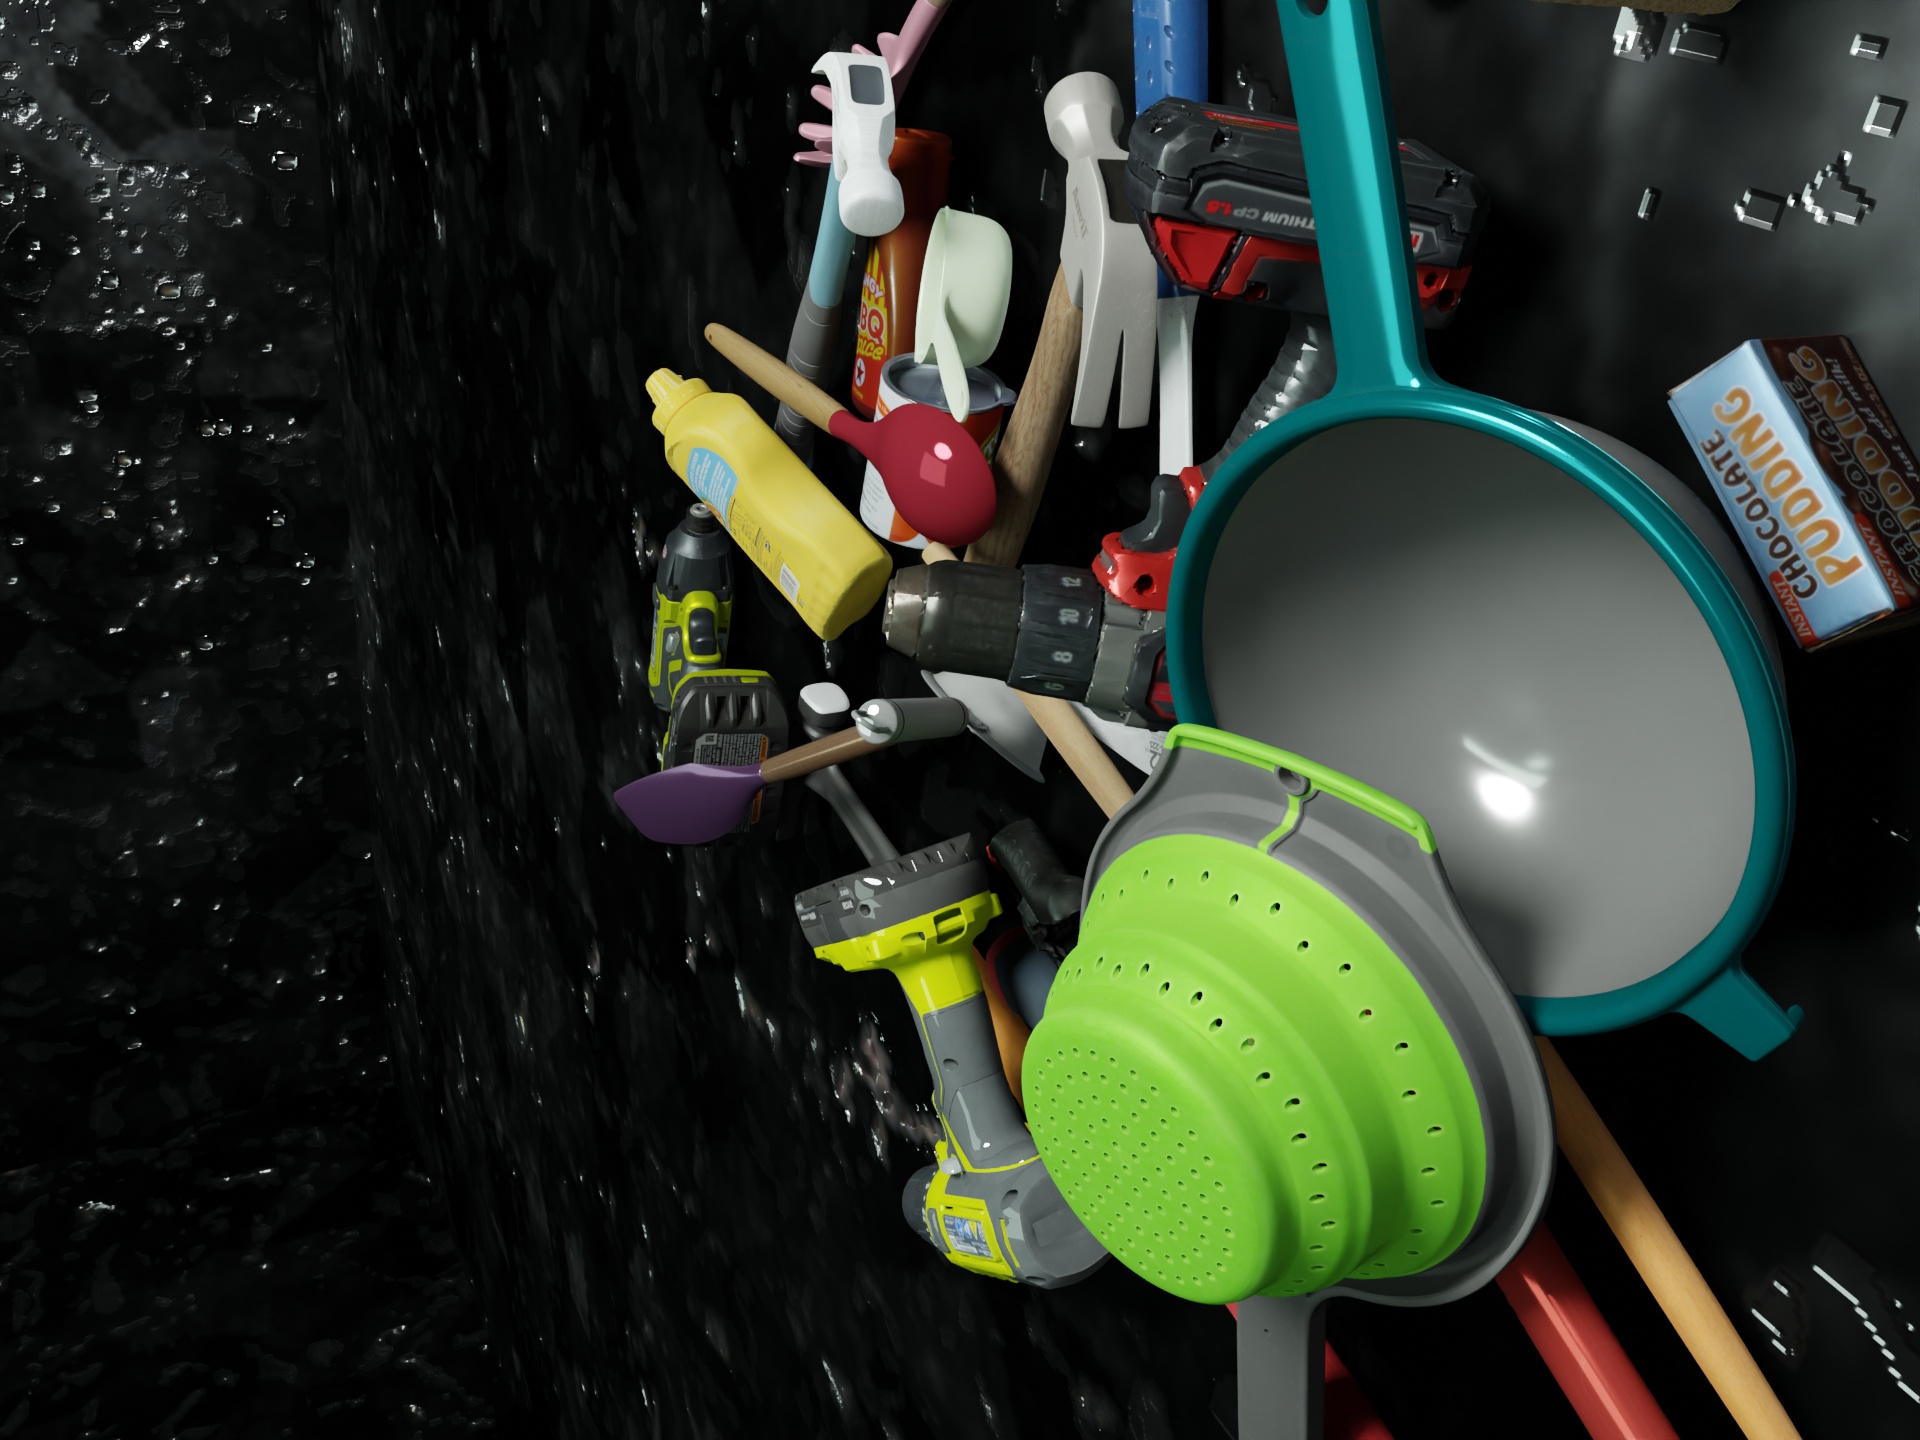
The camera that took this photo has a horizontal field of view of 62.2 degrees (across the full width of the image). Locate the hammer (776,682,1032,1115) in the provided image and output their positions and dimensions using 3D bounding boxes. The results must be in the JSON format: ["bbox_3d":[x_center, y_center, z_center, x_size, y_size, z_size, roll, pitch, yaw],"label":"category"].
[{"bbox_3d":[-0.028,0.122,0.981,0.337,0.034,0.127,51,139,41],"label":"hammer"}]

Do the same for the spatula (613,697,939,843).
[{"bbox_3d":[-0.098,0.027,0.967,0.316,0.018,0.059,-19,117,37],"label":"spatula"}]

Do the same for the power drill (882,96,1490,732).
[{"bbox_3d":[0.076,-0.100,0.578,0.080,0.188,0.226,-89,8,-62],"label":"power drill"}]

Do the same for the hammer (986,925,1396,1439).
[{"bbox_3d":[0.123,0.231,0.747,0.387,0.038,0.143,53,140,39],"label":"hammer"}]

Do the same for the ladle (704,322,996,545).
[{"bbox_3d":[-0.073,-0.165,0.835,0.316,0.031,0.069,42,143,49],"label":"ladle"}]

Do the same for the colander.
[{"bbox_3d":[0.096,0.201,0.587,0.205,0.094,0.396,23,130,43],"label":"colander"}]

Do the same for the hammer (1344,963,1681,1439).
[{"bbox_3d":[0.223,0.229,0.539,0.149,0.036,0.359,83,163,-56],"label":"hammer"}]

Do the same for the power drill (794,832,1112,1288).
[{"bbox_3d":[-0.011,0.188,0.861,0.190,0.080,0.228,-29,80,64],"label":"power drill"}]

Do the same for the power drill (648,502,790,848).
[{"bbox_3d":[-0.180,-0.033,1.125,0.223,0.080,0.171,-112,27,-48],"label":"power drill"}]

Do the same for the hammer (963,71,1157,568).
[{"bbox_3d":[0.031,-0.121,0.736,0.331,0.031,0.130,110,155,-60],"label":"hammer"}]

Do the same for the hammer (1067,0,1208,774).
[{"bbox_3d":[0.087,-0.169,0.680,0.144,0.035,0.405,20,116,57],"label":"hammer"}]

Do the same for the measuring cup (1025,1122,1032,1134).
[{"bbox_3d":[0.050,0.248,0.888,0.156,0.029,0.062,1,100,59],"label":"measuring cup"}]

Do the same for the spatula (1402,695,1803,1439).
[{"bbox_3d":[0.211,0.117,0.572,0.323,0.041,0.081,62,146,21],"label":"spatula"}]

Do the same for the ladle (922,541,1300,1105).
[{"bbox_3d":[0.062,0.043,0.723,0.320,0.062,0.078,55,160,21],"label":"ladle"}]

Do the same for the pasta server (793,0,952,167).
[{"bbox_3d":[-0.007,-0.376,0.777,0.316,0.040,0.060,-38,40,56],"label":"pasta server"}]

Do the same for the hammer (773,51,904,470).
[{"bbox_3d":[-0.077,-0.232,0.886,0.331,0.033,0.128,119,149,-65],"label":"hammer"}]

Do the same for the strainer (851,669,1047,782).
[{"bbox_3d":[-0.001,-0.002,0.761,0.087,0.258,0.050,43,102,11],"label":"strainer"}]

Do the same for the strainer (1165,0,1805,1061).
[{"bbox_3d":[0.159,-0.073,0.490,0.211,0.095,0.340,7,117,50],"label":"strainer"}]

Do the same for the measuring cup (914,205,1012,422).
[{"bbox_3d":[0.007,-0.185,0.760,0.168,0.038,0.083,-100,19,-50],"label":"measuring cup"}]
